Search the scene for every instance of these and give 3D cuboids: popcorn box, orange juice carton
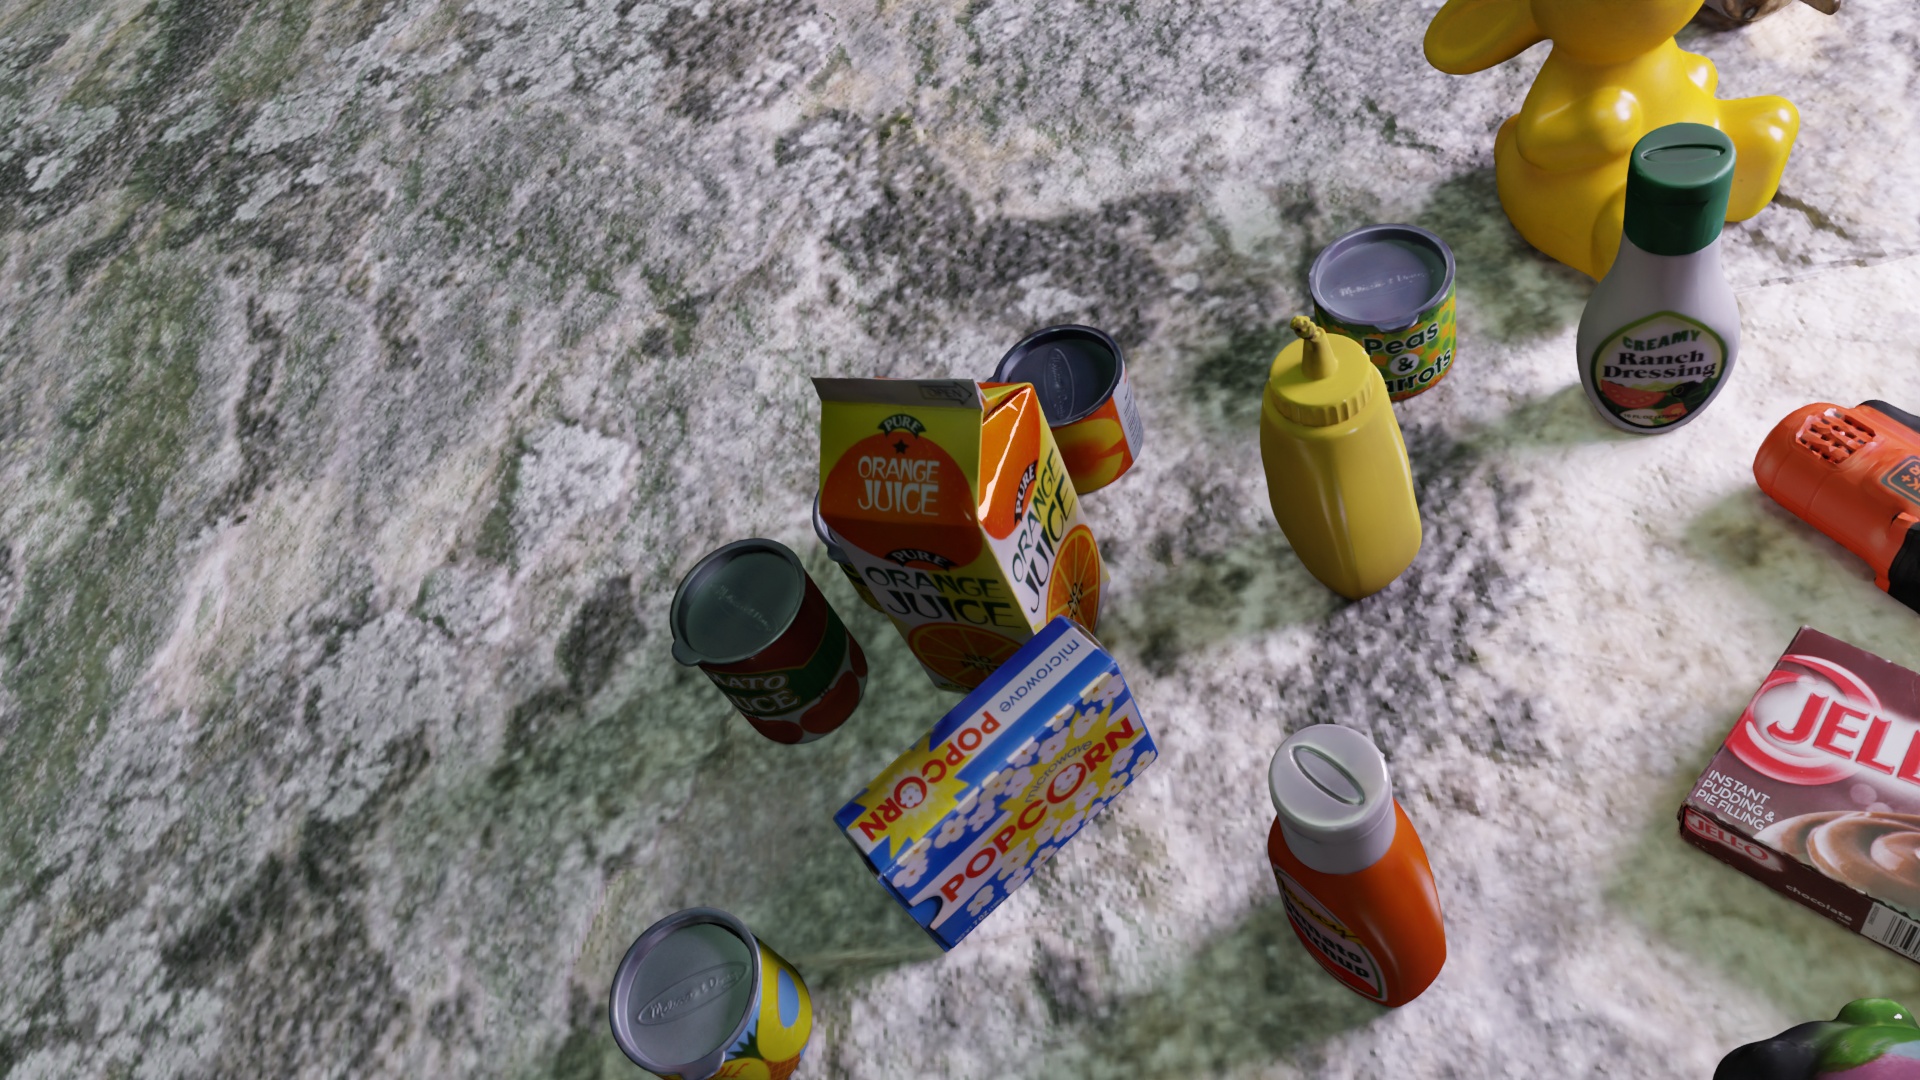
[{"bbox_3d":[0.018,0.101,0.575,0.127,0.085,0.038,-41,52,-10],"label":"popcorn box"},{"bbox_3d":[0.002,-0.007,0.591,0.072,0.192,0.073,6,58,24],"label":"orange juice carton"}]

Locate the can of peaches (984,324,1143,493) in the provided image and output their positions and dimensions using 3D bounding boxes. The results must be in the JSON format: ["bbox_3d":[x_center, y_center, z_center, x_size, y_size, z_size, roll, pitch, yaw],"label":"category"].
[{"bbox_3d":[0.053,-0.065,0.700,0.071,0.057,0.071,-10,53,14],"label":"can of peaches"}]

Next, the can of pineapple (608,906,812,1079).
[{"bbox_3d":[-0.101,0.194,0.570,0.071,0.057,0.071,-10,53,14],"label":"can of pineapple"}]

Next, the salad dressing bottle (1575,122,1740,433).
[{"bbox_3d":[0.293,-0.106,0.580,0.064,0.147,0.044,1,57,22],"label":"salad dressing bottle"}]

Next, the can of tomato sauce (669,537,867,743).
[{"bbox_3d":[-0.089,0.050,0.654,0.071,0.082,0.071,-10,53,14],"label":"can of tomato sauce"}]

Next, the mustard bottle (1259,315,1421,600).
[{"bbox_3d":[0.155,-0.038,0.576,0.049,0.159,0.065,-35,51,-5],"label":"mustard bottle"}]

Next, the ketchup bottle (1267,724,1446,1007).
[{"bbox_3d":[0.135,0.112,0.482,0.043,0.148,0.065,-42,52,-11],"label":"ketchup bottle"}]

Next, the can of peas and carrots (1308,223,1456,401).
[{"bbox_3d":[0.206,-0.108,0.672,0.071,0.058,0.071,-10,53,14],"label":"can of peas and carrots"}]

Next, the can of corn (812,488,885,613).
[{"bbox_3d":[-0.033,-0.003,0.687,0.071,0.058,0.071,-10,53,14],"label":"can of corn"}]
